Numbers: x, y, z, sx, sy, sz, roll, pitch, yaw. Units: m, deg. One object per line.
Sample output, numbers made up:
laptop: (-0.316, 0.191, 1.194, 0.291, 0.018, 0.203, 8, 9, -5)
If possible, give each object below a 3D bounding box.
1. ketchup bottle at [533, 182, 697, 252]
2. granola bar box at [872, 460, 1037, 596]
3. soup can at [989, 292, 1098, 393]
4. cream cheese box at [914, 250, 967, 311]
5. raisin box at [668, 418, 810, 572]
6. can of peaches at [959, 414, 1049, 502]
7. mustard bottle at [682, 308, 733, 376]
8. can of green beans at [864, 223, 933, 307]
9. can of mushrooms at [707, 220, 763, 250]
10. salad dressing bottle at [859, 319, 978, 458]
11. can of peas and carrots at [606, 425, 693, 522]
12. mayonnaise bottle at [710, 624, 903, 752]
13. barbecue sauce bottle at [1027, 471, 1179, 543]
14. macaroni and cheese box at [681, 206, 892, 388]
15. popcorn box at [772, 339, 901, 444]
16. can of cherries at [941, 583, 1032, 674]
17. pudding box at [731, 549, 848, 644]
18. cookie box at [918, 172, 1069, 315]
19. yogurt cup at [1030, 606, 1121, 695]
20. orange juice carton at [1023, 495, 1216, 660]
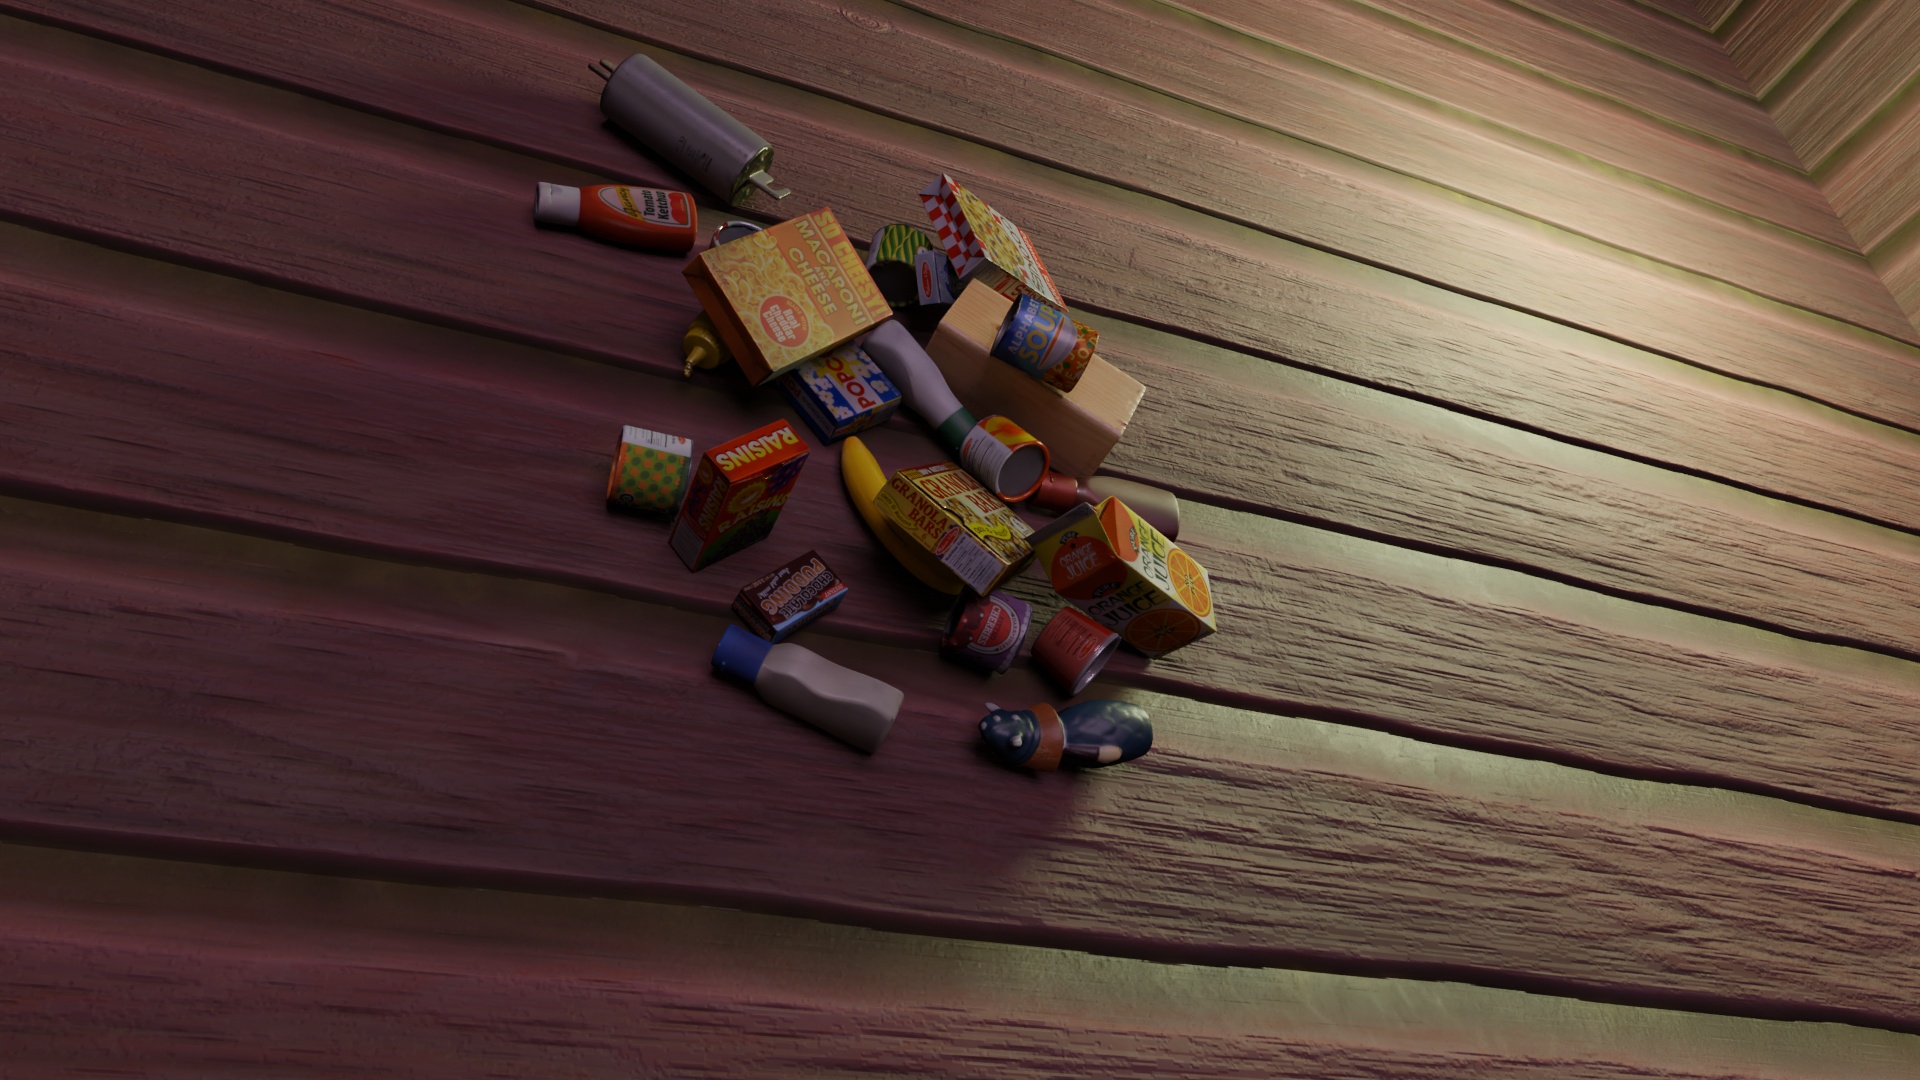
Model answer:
ketchup bottle: (-0.332, -0.315, 1.337, 0.149, 0.043, 0.065, 2, 54, -26)
granola bar box: (0.004, -0.015, 1.219, 0.124, 0.039, 0.166, 40, 14, 7)
soup can: (0.080, -0.186, 1.307, 0.084, 0.071, 0.072, 25, 47, -7)
cream cheese box: (-0.016, -0.264, 1.427, 0.104, 0.024, 0.053, -12, 96, -70)
raisin box: (-0.182, -0.036, 1.135, 0.086, 0.122, 0.040, -28, 70, -41)
can of peaches: (0.044, -0.077, 1.315, 0.071, 0.071, 0.058, -12, 36, -34)
mustard bottle: (-0.217, -0.204, 1.295, 0.049, 0.065, 0.161, 36, 49, -4)
can of green beans: (-0.065, -0.284, 1.436, 0.071, 0.071, 0.058, 20, 48, -12)
can of mushrooms: (-0.217, -0.282, 1.378, 0.071, 0.033, 0.071, 15, 48, -18)
salad dressing bottle: (-0.034, -0.145, 1.346, 0.044, 0.064, 0.147, -40, 88, -26)
can of peas and carrots: (-0.258, -0.055, 1.153, 0.059, 0.070, 0.071, 13, 49, -18)
mayonnaise bottle: (-0.121, 0.113, 1.091, 0.148, 0.064, 0.041, 26, 47, -2)
barbecue sauce bottle: (0.140, -0.035, 1.359, 0.148, 0.043, 0.065, 14, 48, -17)
macaroni and cheese box: (-0.157, -0.228, 1.282, 0.167, 0.040, 0.123, -34, 94, -43)
popcorn box: (-0.128, -0.158, 1.320, 0.085, 0.038, 0.127, -27, 70, -40)
can of cherries: (0.022, 0.073, 1.191, 0.058, 0.071, 0.072, 24, 47, -8)
pudding box: (-0.141, 0.048, 1.153, 0.084, 0.030, 0.050, -30, 73, -41)
cookie box: (0.036, -0.302, 1.473, 0.167, 0.040, 0.123, 20, 39, -53)
yogurt cup: (0.099, 0.095, 1.220, 0.054, 0.072, 0.073, 38, 46, 16)
orange juice carton: (0.143, 0.027, 1.240, 0.192, 0.071, 0.073, 35, 39, -36)
